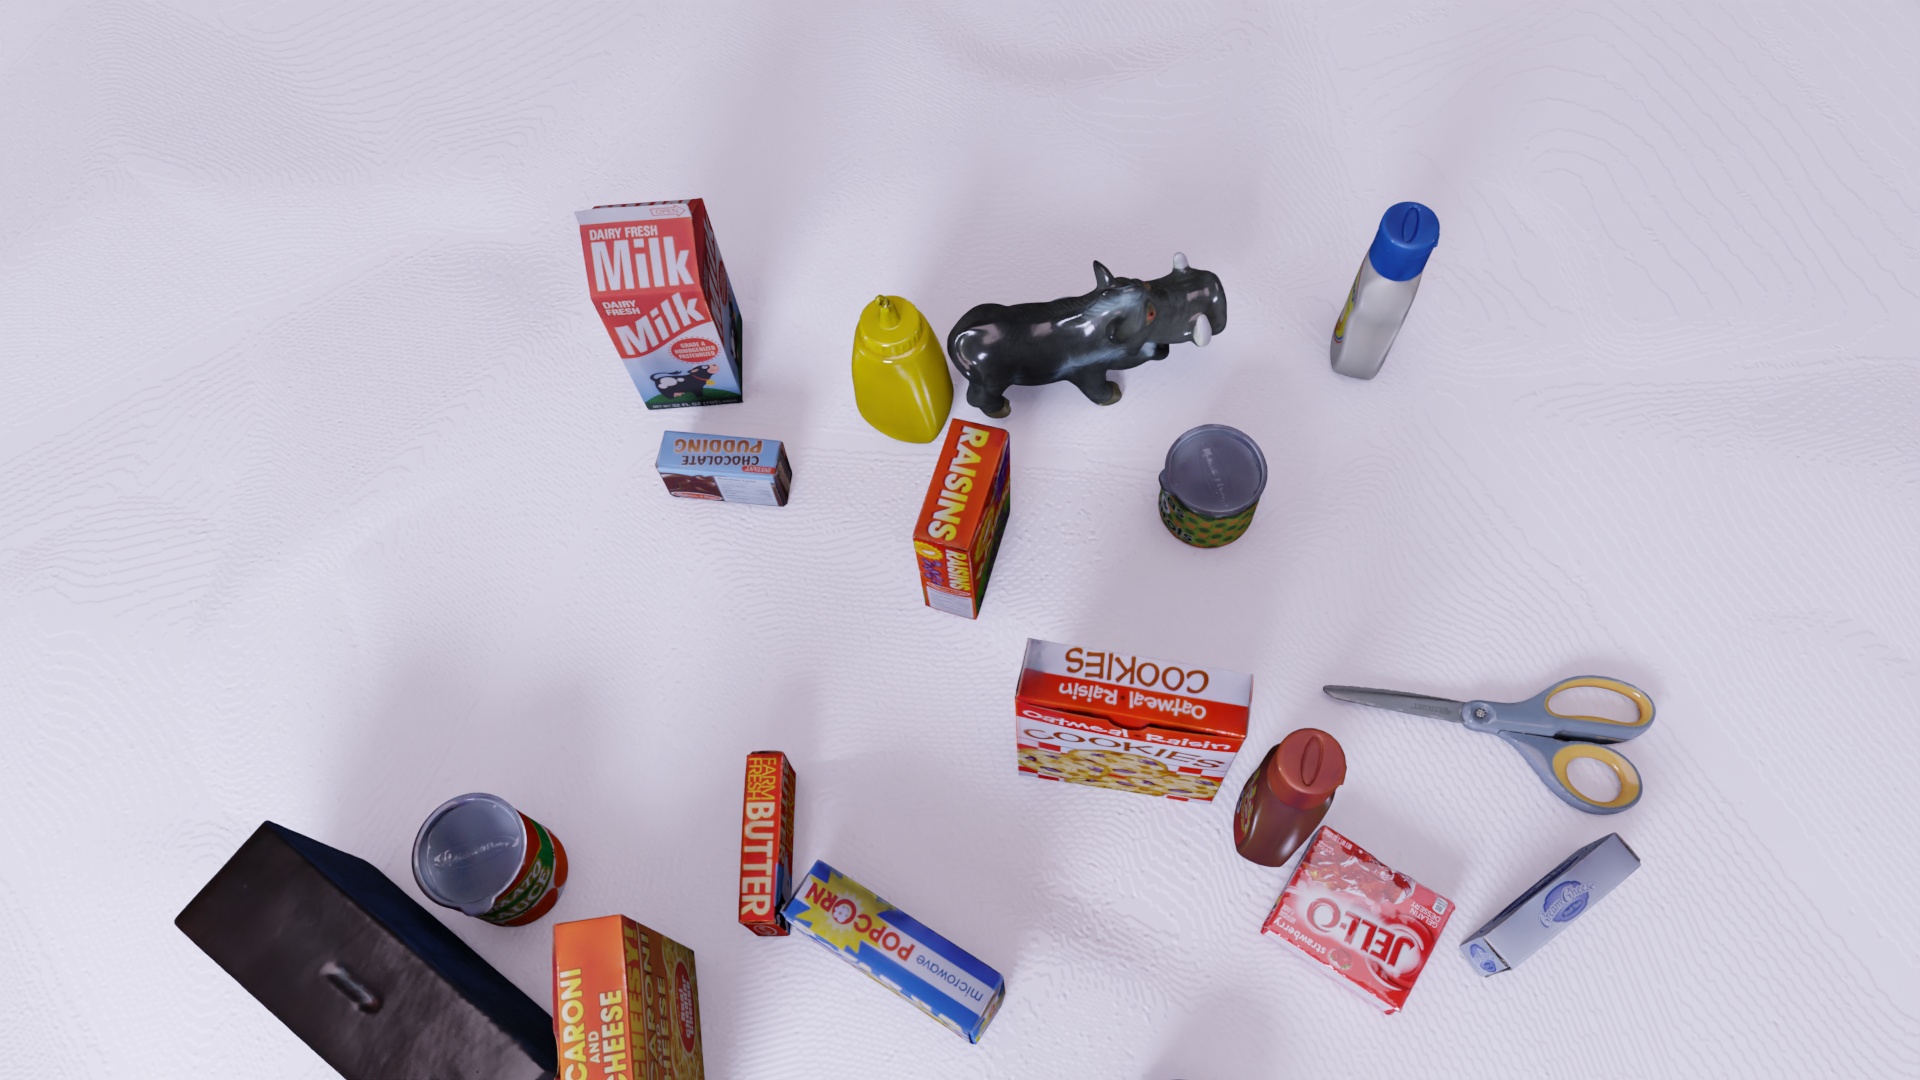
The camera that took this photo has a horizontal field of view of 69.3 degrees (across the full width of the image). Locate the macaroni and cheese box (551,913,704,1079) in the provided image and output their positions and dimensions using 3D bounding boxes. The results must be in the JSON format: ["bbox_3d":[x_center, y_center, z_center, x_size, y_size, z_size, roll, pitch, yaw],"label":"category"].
[{"bbox_3d":[-0.174,0.276,0.745,0.040,0.165,0.124,-10,67,-1],"label":"macaroni and cheese box"}]

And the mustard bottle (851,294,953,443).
[{"bbox_3d":[-0.040,-0.118,0.912,0.065,0.159,0.049,17,69,10],"label":"mustard bottle"}]

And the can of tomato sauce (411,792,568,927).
[{"bbox_3d":[-0.278,0.194,0.830,0.071,0.082,0.071,-1,67,2],"label":"can of tomato sauce"}]

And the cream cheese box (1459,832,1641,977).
[{"bbox_3d":[0.342,0.213,0.809,0.104,0.053,0.024,-34,69,-11],"label":"cream cheese box"}]

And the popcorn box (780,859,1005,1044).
[{"bbox_3d":[-0.036,0.238,0.799,0.127,0.085,0.038,29,71,14],"label":"popcorn box"}]

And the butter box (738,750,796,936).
[{"bbox_3d":[-0.117,0.184,0.843,0.024,0.053,0.104,-2,67,2],"label":"butter box"}]

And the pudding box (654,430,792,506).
[{"bbox_3d":[-0.161,-0.049,0.948,0.084,0.049,0.030,5,67,5],"label":"pudding box"}]

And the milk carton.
[{"bbox_3d":[-0.196,-0.164,0.923,0.072,0.189,0.074,-5,67,1],"label":"milk carton"}]

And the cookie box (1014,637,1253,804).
[{"bbox_3d":[0.095,0.109,0.803,0.123,0.166,0.040,8,68,6],"label":"cookie box"}]

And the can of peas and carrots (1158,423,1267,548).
[{"bbox_3d":[0.164,-0.034,0.921,0.071,0.058,0.071,-1,67,2],"label":"can of peas and carrots"}]

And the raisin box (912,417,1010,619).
[{"bbox_3d":[0.003,-0.011,0.884,0.040,0.123,0.086,15,69,9],"label":"raisin box"}]

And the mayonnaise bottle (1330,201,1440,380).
[{"bbox_3d":[0.282,-0.168,0.925,0.041,0.147,0.065,15,69,9],"label":"mayonnaise bottle"}]

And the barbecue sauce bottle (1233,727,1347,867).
[{"bbox_3d":[0.188,0.144,0.794,0.044,0.148,0.065,16,69,9],"label":"barbecue sauce bottle"}]
